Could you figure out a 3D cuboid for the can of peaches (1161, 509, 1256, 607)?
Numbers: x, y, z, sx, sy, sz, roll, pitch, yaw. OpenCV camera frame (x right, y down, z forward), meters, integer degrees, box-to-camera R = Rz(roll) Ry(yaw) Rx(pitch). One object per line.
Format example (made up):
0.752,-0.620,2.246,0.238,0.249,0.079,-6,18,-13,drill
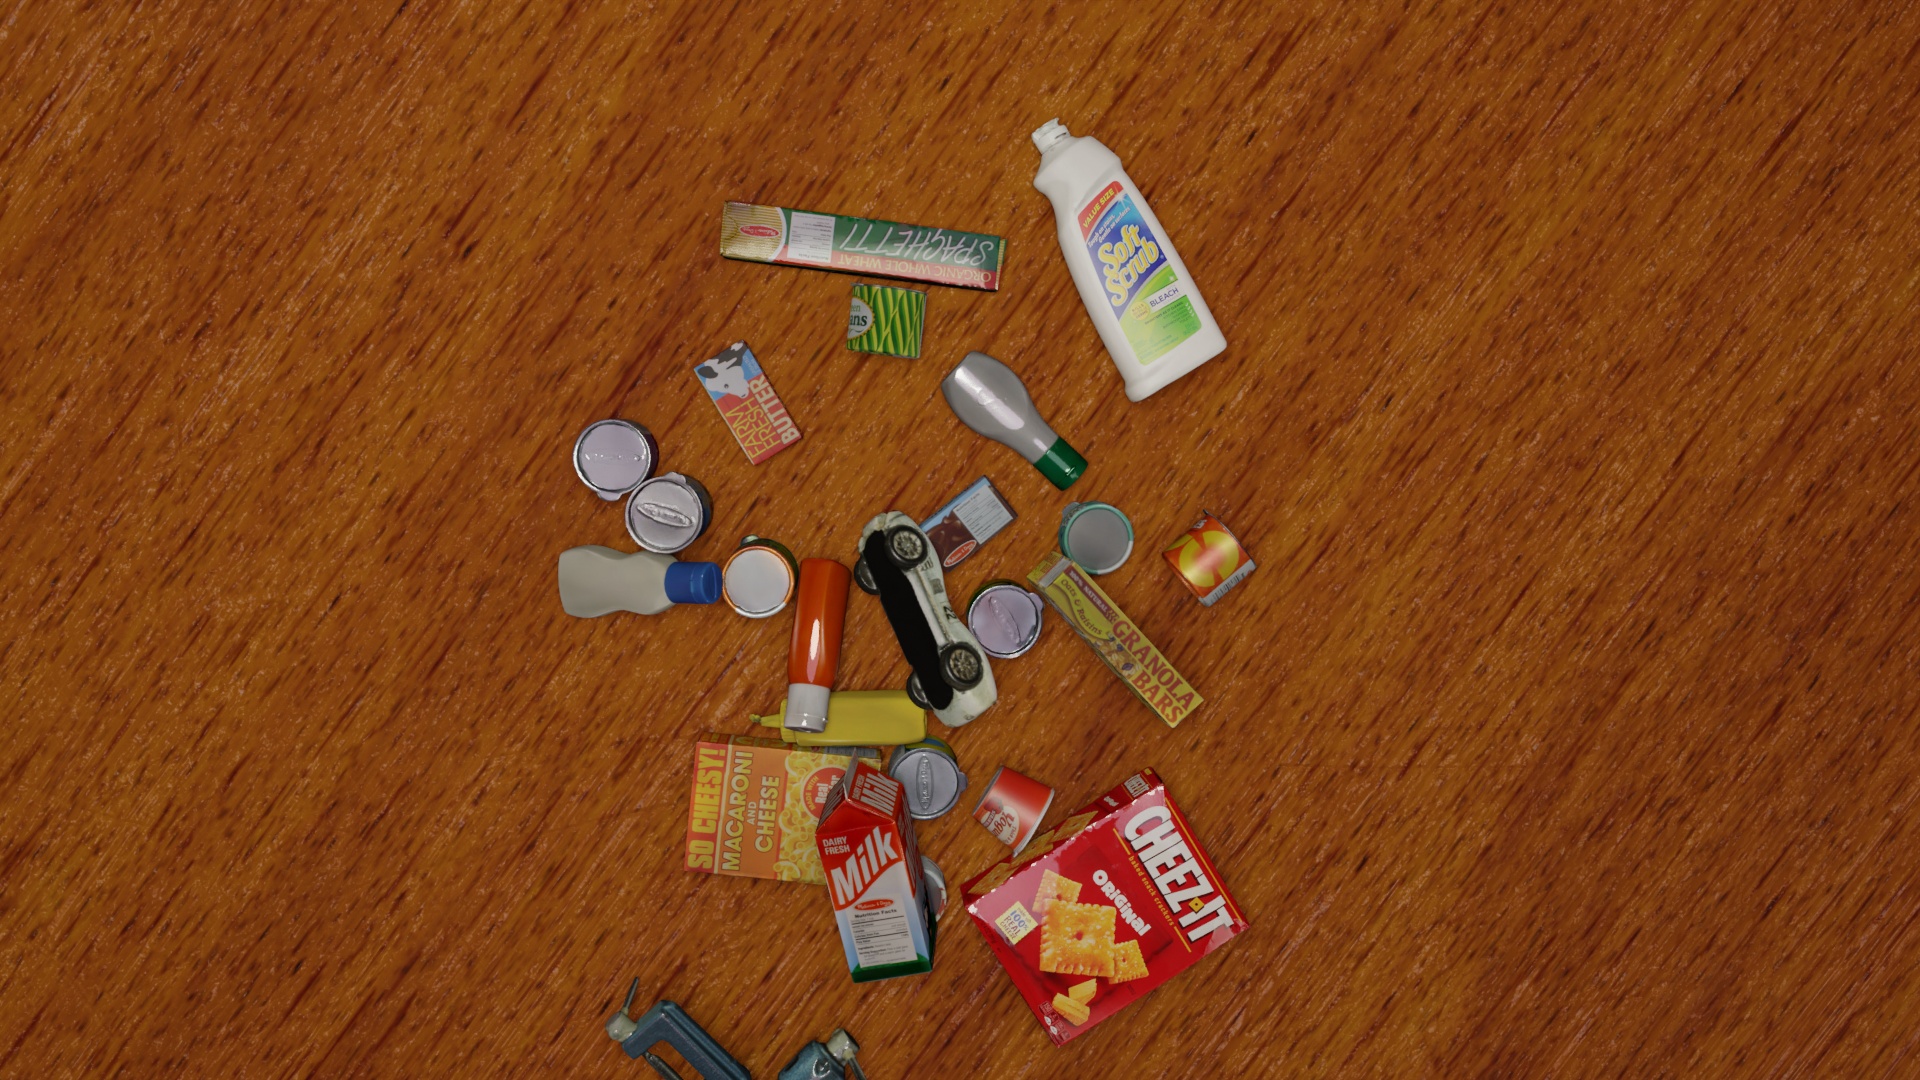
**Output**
0.223,0.016,1.259,0.058,0.071,0.071,-41,96,2,can of peaches

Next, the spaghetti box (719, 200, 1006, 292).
-0.086,-0.260,1.236,0.250,0.029,0.050,7,95,-4,spaghetti box

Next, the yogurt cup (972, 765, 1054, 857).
0.047,0.243,1.269,0.054,0.072,0.072,32,93,3,yogurt cup

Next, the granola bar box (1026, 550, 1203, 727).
0.133,0.085,1.229,0.039,0.124,0.165,-43,95,-1,granola bar box

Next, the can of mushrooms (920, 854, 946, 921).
-0.047,0.329,1.286,0.071,0.033,0.071,0,95,-4,can of mushrooms

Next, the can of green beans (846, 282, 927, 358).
-0.065,-0.193,1.225,0.071,0.071,0.057,7,95,-4,can of green beans

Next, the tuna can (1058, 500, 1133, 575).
0.122,-0.004,1.267,0.071,0.033,0.071,0,95,-4,tuna can

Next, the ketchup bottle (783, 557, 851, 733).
-0.127,0.093,1.223,0.043,0.064,0.149,2,73,12,ketchup bottle

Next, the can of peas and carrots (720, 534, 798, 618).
-0.180,0.031,1.240,0.071,0.059,0.071,0,95,-4,can of peas and carrots

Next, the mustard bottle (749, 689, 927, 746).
-0.111,0.161,1.256,0.160,0.065,0.049,-2,90,3,mustard bottle

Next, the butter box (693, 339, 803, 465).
-0.189,-0.123,1.244,0.053,0.024,0.103,-32,95,0,butter box

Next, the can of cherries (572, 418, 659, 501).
-0.303,-0.072,1.225,0.071,0.058,0.071,0,95,-4,can of cherries

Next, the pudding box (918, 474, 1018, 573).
0.005,-0.016,1.261,0.084,0.030,0.049,-39,97,1,pudding box

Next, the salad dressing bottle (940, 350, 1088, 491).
0.050,-0.106,1.250,0.147,0.044,0.064,42,90,-7,salad dressing bottle

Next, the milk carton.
-0.076,0.281,1.211,0.073,0.072,0.190,-11,106,6,milk carton

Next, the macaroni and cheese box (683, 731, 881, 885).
-0.162,0.246,1.269,0.166,0.040,0.123,7,95,-4,macaroni and cheese box

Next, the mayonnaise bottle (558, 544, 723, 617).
-0.281,0.037,1.217,0.148,0.041,0.064,0,98,21,mayonnaise bottle

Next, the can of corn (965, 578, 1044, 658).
0.041,0.068,1.256,0.071,0.058,0.071,0,95,-3,can of corn

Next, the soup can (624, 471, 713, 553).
-0.253,-0.028,1.219,0.071,0.084,0.071,0,95,-3,soup can

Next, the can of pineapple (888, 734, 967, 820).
-0.031,0.215,1.264,0.071,0.058,0.071,0,95,-3,can of pineapple
